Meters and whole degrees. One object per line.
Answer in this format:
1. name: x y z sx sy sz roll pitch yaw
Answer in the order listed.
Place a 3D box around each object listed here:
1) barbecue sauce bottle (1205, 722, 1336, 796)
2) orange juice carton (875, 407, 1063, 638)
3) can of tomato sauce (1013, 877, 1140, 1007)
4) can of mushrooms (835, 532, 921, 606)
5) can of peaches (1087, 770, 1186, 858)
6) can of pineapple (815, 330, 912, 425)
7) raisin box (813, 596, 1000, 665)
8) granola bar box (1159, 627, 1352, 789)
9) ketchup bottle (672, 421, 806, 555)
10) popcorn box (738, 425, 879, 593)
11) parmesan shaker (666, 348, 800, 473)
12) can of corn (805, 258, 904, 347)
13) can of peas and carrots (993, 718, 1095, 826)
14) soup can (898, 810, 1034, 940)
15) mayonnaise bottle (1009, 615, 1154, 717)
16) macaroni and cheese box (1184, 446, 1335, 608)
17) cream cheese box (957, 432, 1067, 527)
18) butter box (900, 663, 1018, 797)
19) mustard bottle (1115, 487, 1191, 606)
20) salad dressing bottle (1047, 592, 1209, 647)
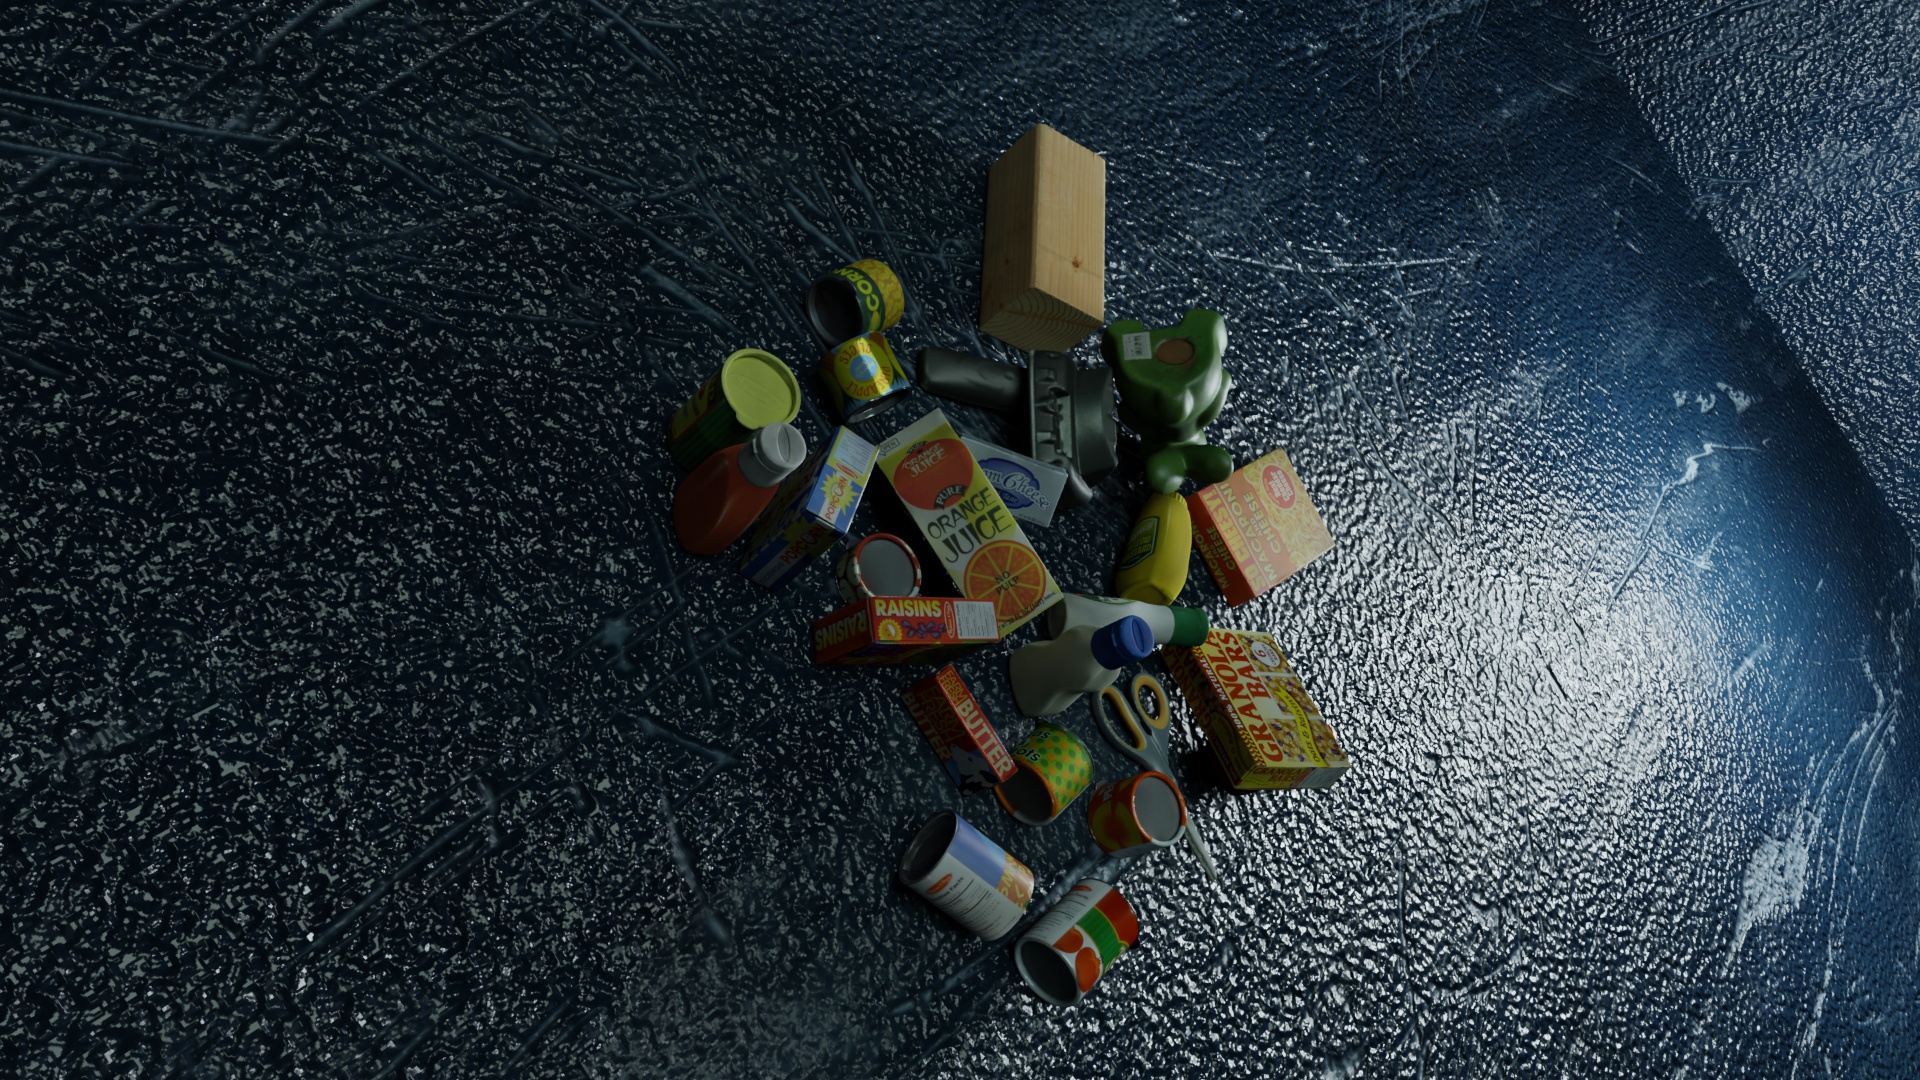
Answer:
1. barbecue sauce bottle: 0.305 0.204 1.344 0.149 0.043 0.065 -5 63 -39
2. orange juice carton: 0.004 -0.015 1.181 0.072 0.073 0.192 -33 91 -1
3. can of tomato sauce: 0.094 0.323 1.110 0.083 0.071 0.071 -32 90 -41
4. can of mushrooms: -0.069 0.027 1.149 0.071 0.033 0.071 16 61 -31
5. can of peaches: 0.152 0.235 1.202 0.071 0.058 0.071 16 61 -31
6. can of pineapple: -0.083 -0.140 1.194 0.071 0.070 0.058 -24 84 -42
7. raisin box: -0.043 0.074 1.110 0.123 0.086 0.040 4 72 -37
8. granola bar box: 0.275 0.157 1.305 0.124 0.038 0.166 7 42 -32
9. ketchup bottle: -0.165 -0.042 1.030 0.043 0.148 0.065 6 66 -34
10. popcorn box: -0.118 -0.022 1.072 0.038 0.126 0.085 32 53 -17
11. parmesan shaker: -0.179 -0.094 1.075 0.071 0.102 0.071 17 59 -31
12. can of corn: -0.091 -0.210 1.220 0.058 0.071 0.071 -34 92 -43
13. can of peas and carrots: 0.067 0.192 1.152 0.059 0.070 0.071 -35 92 -42
14. soup can: 0.005 0.258 1.075 0.083 0.071 0.072 40 50 -17
15. mayonnaise bottle: 0.100 0.102 1.166 0.041 0.147 0.065 0 69 -38
16. macaroni and cheese box: 0.310 -0.015 1.456 0.167 0.040 0.123 -25 86 -43
17. cream cheese box: 0.038 -0.054 1.237 0.104 0.024 0.053 19 100 -6
18. butter box: -0.002 0.155 1.126 0.024 0.053 0.103 -33 91 -44
19. mustard bottle: 0.192 -0.002 1.347 0.048 0.065 0.161 40 44 -21
20. salad dressing bottle: 0.154 0.075 1.264 0.148 0.064 0.044 6 83 -21
